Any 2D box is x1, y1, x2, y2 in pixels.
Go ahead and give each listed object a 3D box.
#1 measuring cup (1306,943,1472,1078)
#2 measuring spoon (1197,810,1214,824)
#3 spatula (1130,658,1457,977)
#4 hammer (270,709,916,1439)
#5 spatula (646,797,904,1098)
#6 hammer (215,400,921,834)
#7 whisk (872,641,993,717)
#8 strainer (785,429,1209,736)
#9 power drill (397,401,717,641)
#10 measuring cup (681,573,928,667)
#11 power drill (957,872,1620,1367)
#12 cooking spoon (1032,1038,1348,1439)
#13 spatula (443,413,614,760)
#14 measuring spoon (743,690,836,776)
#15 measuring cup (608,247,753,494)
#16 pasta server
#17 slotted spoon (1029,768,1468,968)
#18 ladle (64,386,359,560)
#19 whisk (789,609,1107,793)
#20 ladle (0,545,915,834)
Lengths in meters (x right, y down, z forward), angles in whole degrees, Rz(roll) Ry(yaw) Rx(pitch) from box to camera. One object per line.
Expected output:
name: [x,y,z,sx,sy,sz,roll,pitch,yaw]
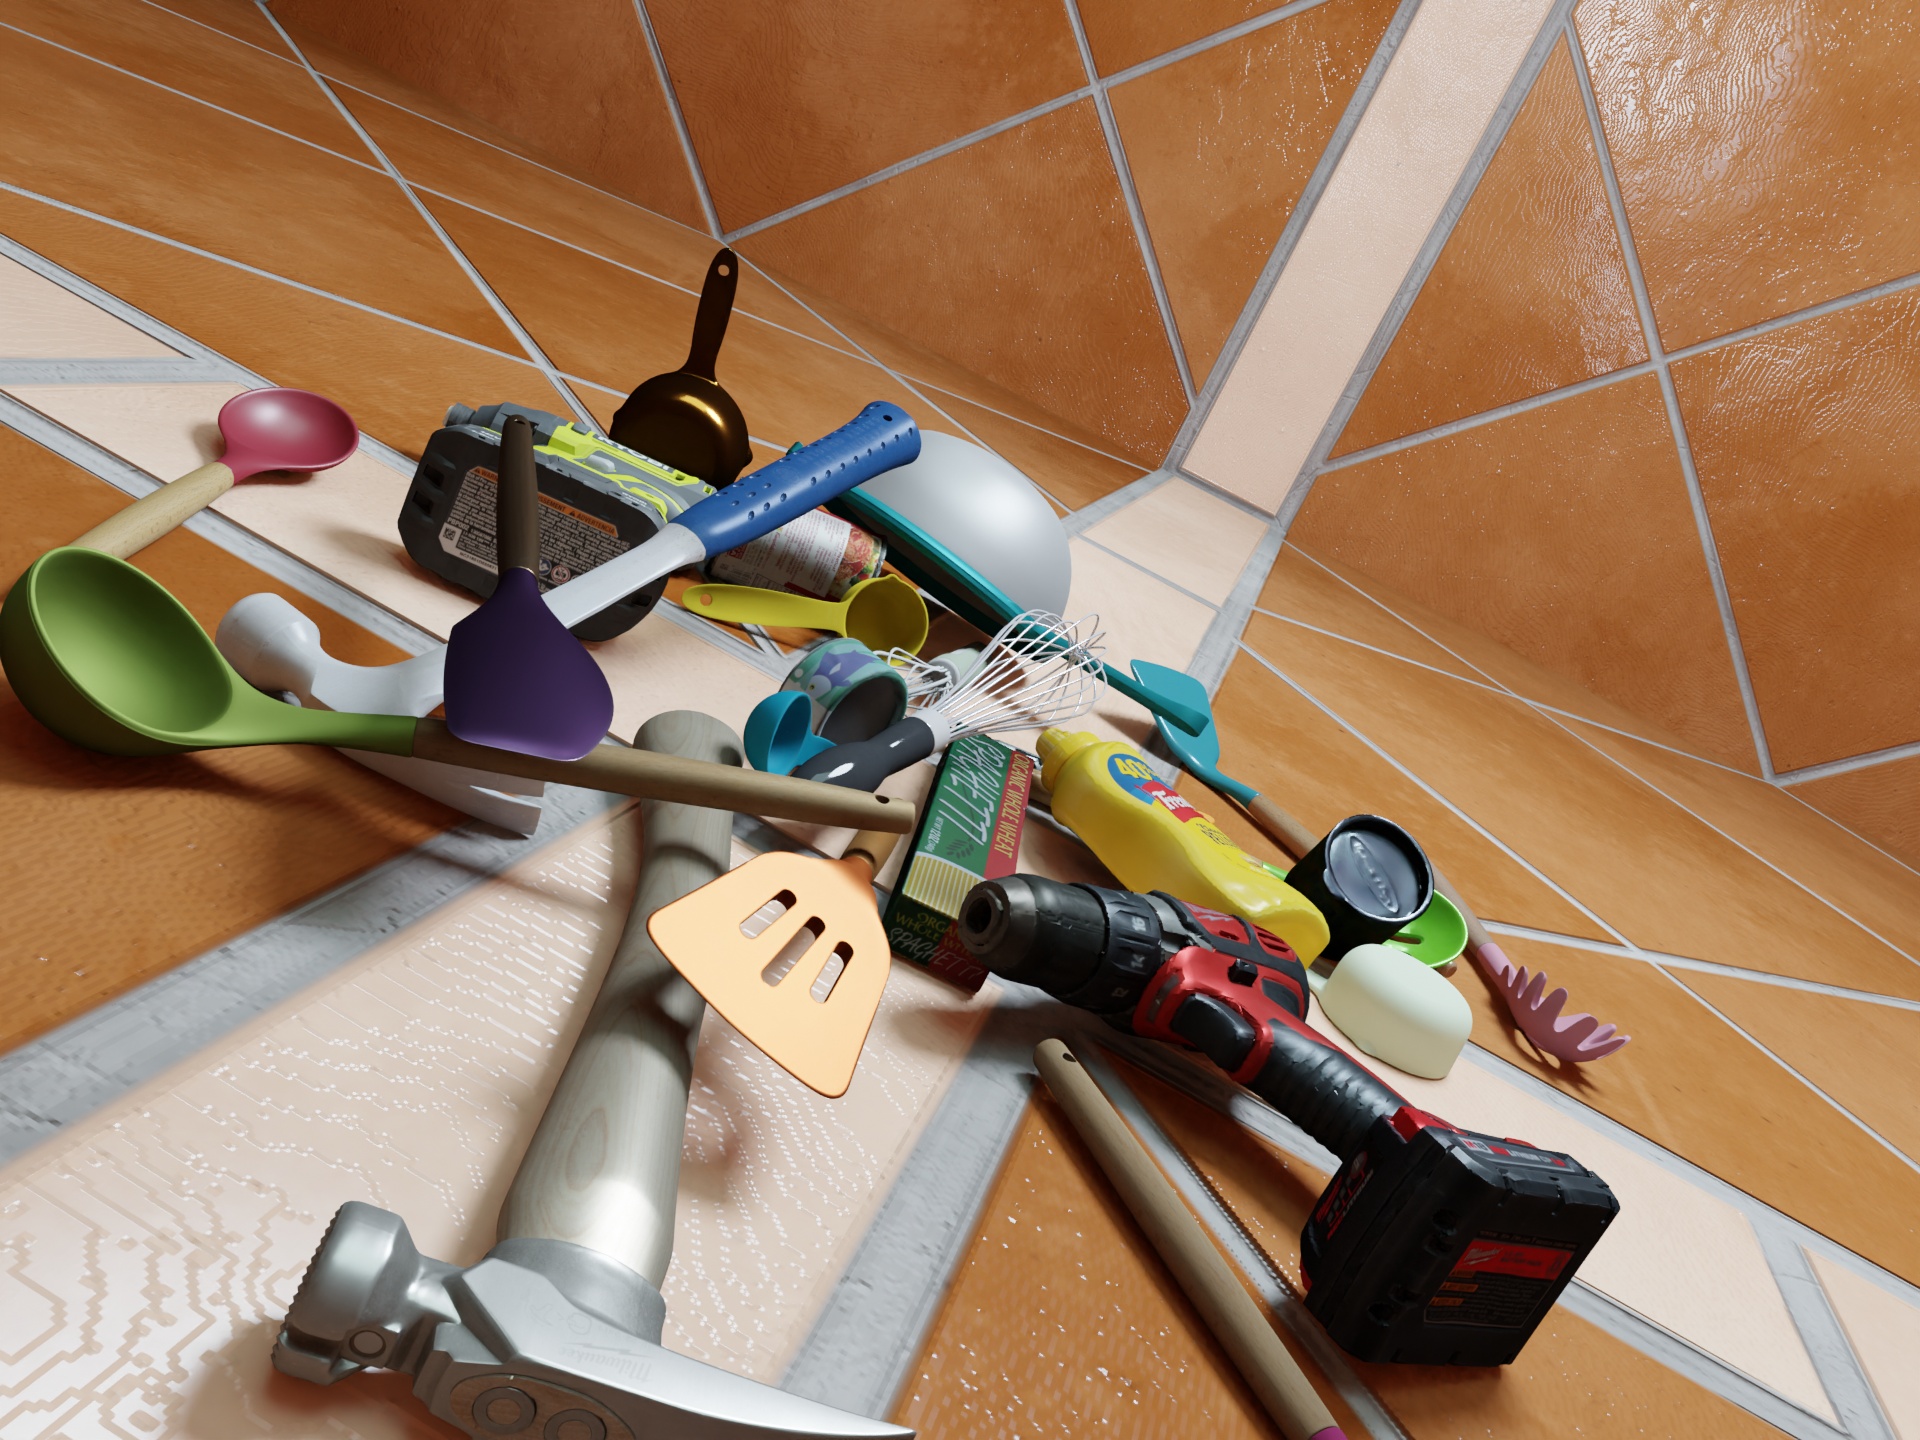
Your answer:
measuring cup: [0.196,0.124,0.847,0.168,0.038,0.083,36,20,22]
measuring spoon: [0.119,0.051,0.991,0.116,0.011,0.021,13,22,-37]
spatula: [0.217,0.060,1.056,0.082,0.044,0.318,15,22,-41]
hammer: [-0.093,0.088,0.544,0.146,0.038,0.411,24,17,-12]
spatula: [-0.046,0.063,0.633,0.081,0.041,0.322,42,5,-1]
hammer: [-0.134,-0.077,0.755,0.144,0.035,0.405,33,38,14]
whisk: [-0.014,-0.026,0.971,0.059,0.058,0.246,62,15,-2]
strainer: [0.050,-0.107,1.085,0.341,0.095,0.210,34,-4,30]
power drill: [-0.230,-0.126,0.904,0.171,0.080,0.223,24,14,-11]
measuring cup: [-0.097,-0.067,0.979,0.156,0.062,0.029,6,4,-22]
power drill: [0.114,0.136,0.615,0.187,0.080,0.227,21,13,-40]
cooking spoon: [0.099,0.207,0.504,0.068,0.017,0.319,14,22,-34]
spatula: [-0.178,-0.066,0.650,0.059,0.018,0.316,13,25,-23]
measuring spoon: [-0.077,0.013,0.746,0.021,0.042,0.128,20,-8,13]
measuring cup: [-0.172,-0.212,1.014,0.095,0.173,0.052,17,27,-6]
pasta server: [0.337,0.132,1.030,0.060,0.040,0.316,35,14,-15]
slotted spoon: [0.150,0.078,0.929,0.313,0.031,0.070,21,46,-7]
ladle: [-0.357,-0.109,0.747,0.069,0.031,0.316,20,20,-10]
whisk: [-0.002,-0.002,0.810,0.070,0.070,0.284,33,32,19]
ladle: [-0.167,0.000,0.571,0.320,0.062,0.078,11,30,-16]
